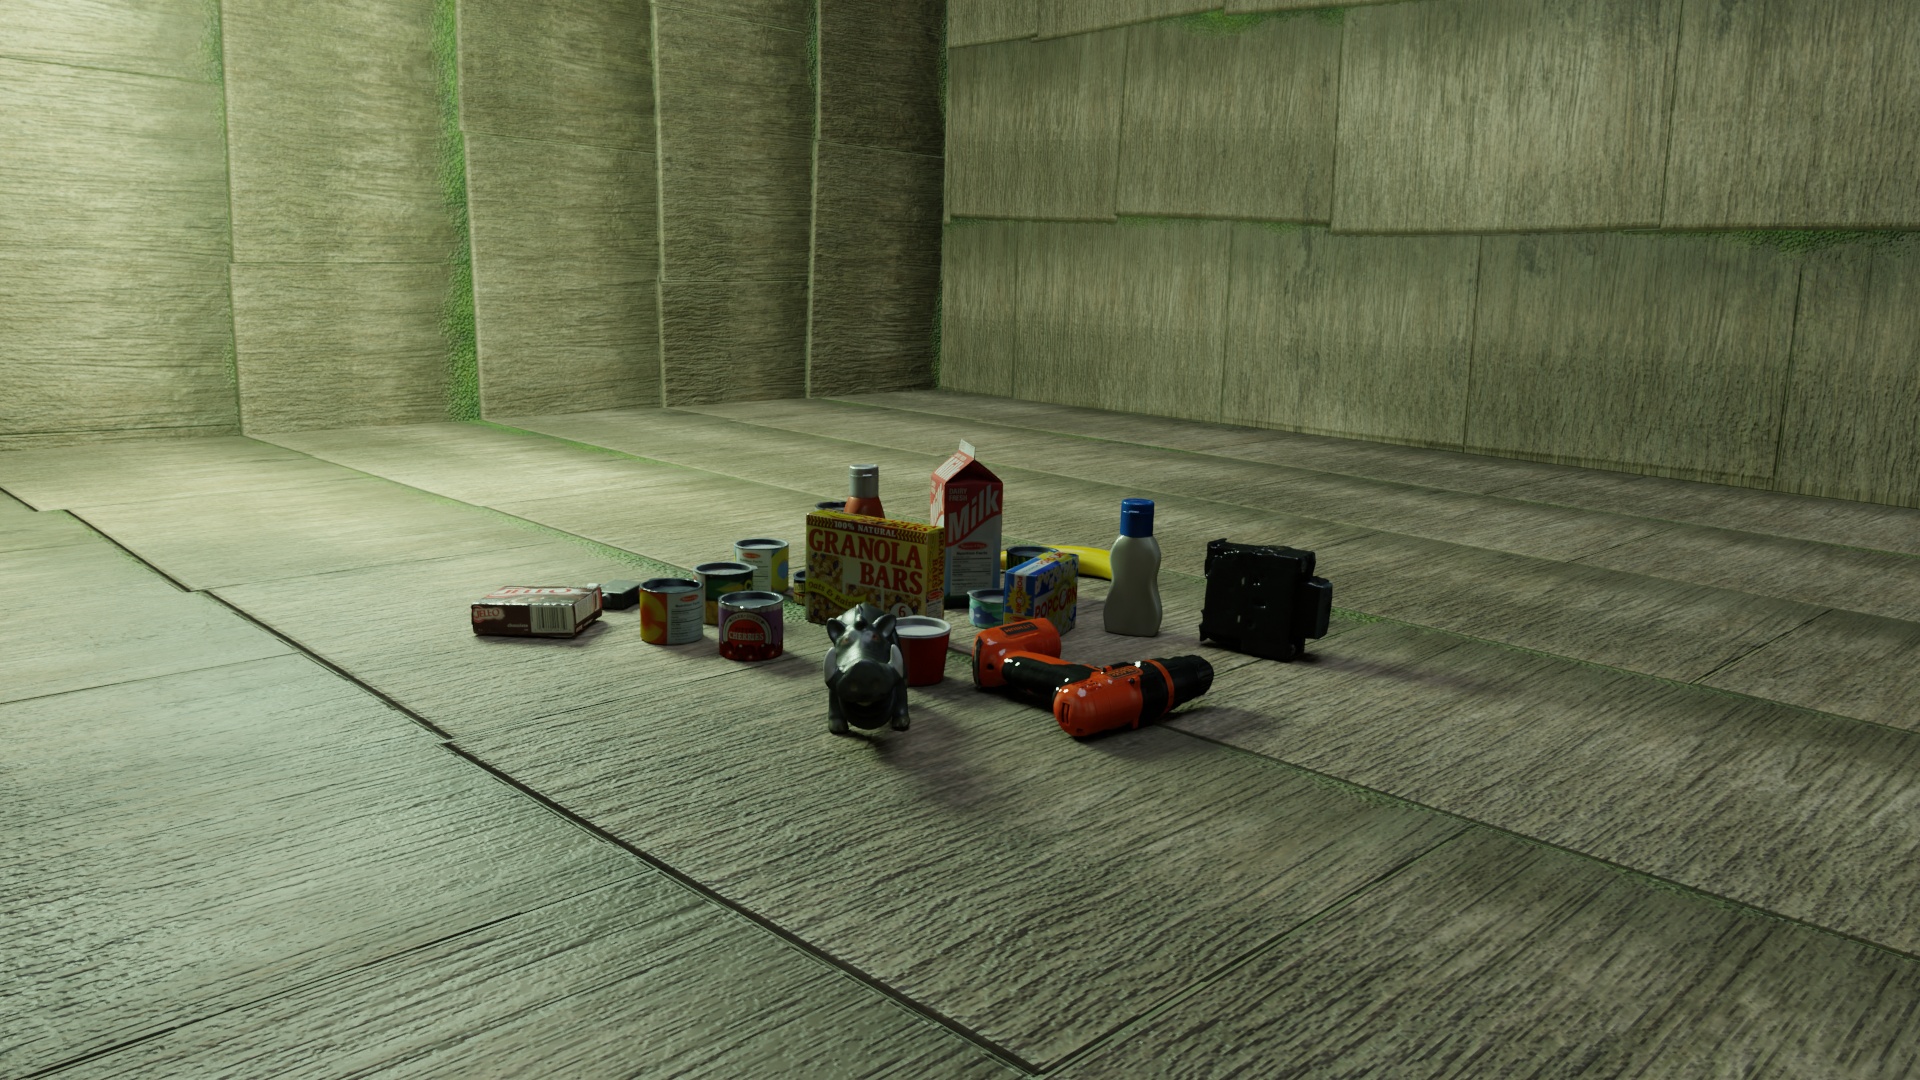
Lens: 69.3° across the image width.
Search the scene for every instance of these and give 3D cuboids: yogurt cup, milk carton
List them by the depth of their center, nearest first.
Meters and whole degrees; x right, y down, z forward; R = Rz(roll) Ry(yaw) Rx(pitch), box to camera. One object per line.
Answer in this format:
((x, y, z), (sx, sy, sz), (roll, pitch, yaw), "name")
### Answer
((-0.043, 0.108, 1.345), (0.072, 0.053, 0.072), (2, 11, 0), "yogurt cup")
((0.006, -0.021, 1.638), (0.073, 0.190, 0.072), (-1, 11, -14), "milk carton")

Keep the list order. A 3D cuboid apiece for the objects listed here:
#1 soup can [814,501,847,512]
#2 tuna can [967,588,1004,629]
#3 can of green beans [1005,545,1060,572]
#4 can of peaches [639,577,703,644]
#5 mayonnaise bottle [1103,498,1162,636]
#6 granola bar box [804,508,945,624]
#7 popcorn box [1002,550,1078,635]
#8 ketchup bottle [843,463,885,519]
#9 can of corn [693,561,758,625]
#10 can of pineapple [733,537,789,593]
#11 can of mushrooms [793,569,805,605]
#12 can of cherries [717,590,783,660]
((-0.154, -0.005, 1.805), (0.071, 0.083, 0.071), (2, 11, 0), "soup can")
((0.040, 0.077, 1.560), (0.071, 0.032, 0.071), (2, 11, 0), "tuna can")
((0.087, 0.040, 1.681), (0.071, 0.057, 0.071), (2, 11, 0), "can of green beans")
((-0.306, 0.074, 1.466), (0.071, 0.058, 0.071), (2, 11, 0), "can of peaches")
((0.192, 0.029, 1.526), (0.065, 0.147, 0.041), (5, 12, 18), "mayonnaise bottle")
((-0.093, 0.038, 1.506), (0.165, 0.124, 0.039), (9, 13, 33), "granola bar box")
((0.087, 0.064, 1.498), (0.038, 0.085, 0.127), (7, 13, 25), "popcorn box")
((-0.120, -0.019, 1.718), (0.065, 0.148, 0.043), (-2, 12, -18), "ketchup bottle")
((-0.261, 0.058, 1.546), (0.071, 0.058, 0.071), (2, 11, 0), "can of corn")
((-0.240, 0.031, 1.684), (0.071, 0.057, 0.071), (2, 11, 0), "can of pineapple")
((-0.166, 0.055, 1.634), (0.071, 0.033, 0.071), (2, 11, 0), "can of mushrooms")
((-0.214, 0.087, 1.413), (0.071, 0.058, 0.071), (2, 11, 0), "can of cherries")
